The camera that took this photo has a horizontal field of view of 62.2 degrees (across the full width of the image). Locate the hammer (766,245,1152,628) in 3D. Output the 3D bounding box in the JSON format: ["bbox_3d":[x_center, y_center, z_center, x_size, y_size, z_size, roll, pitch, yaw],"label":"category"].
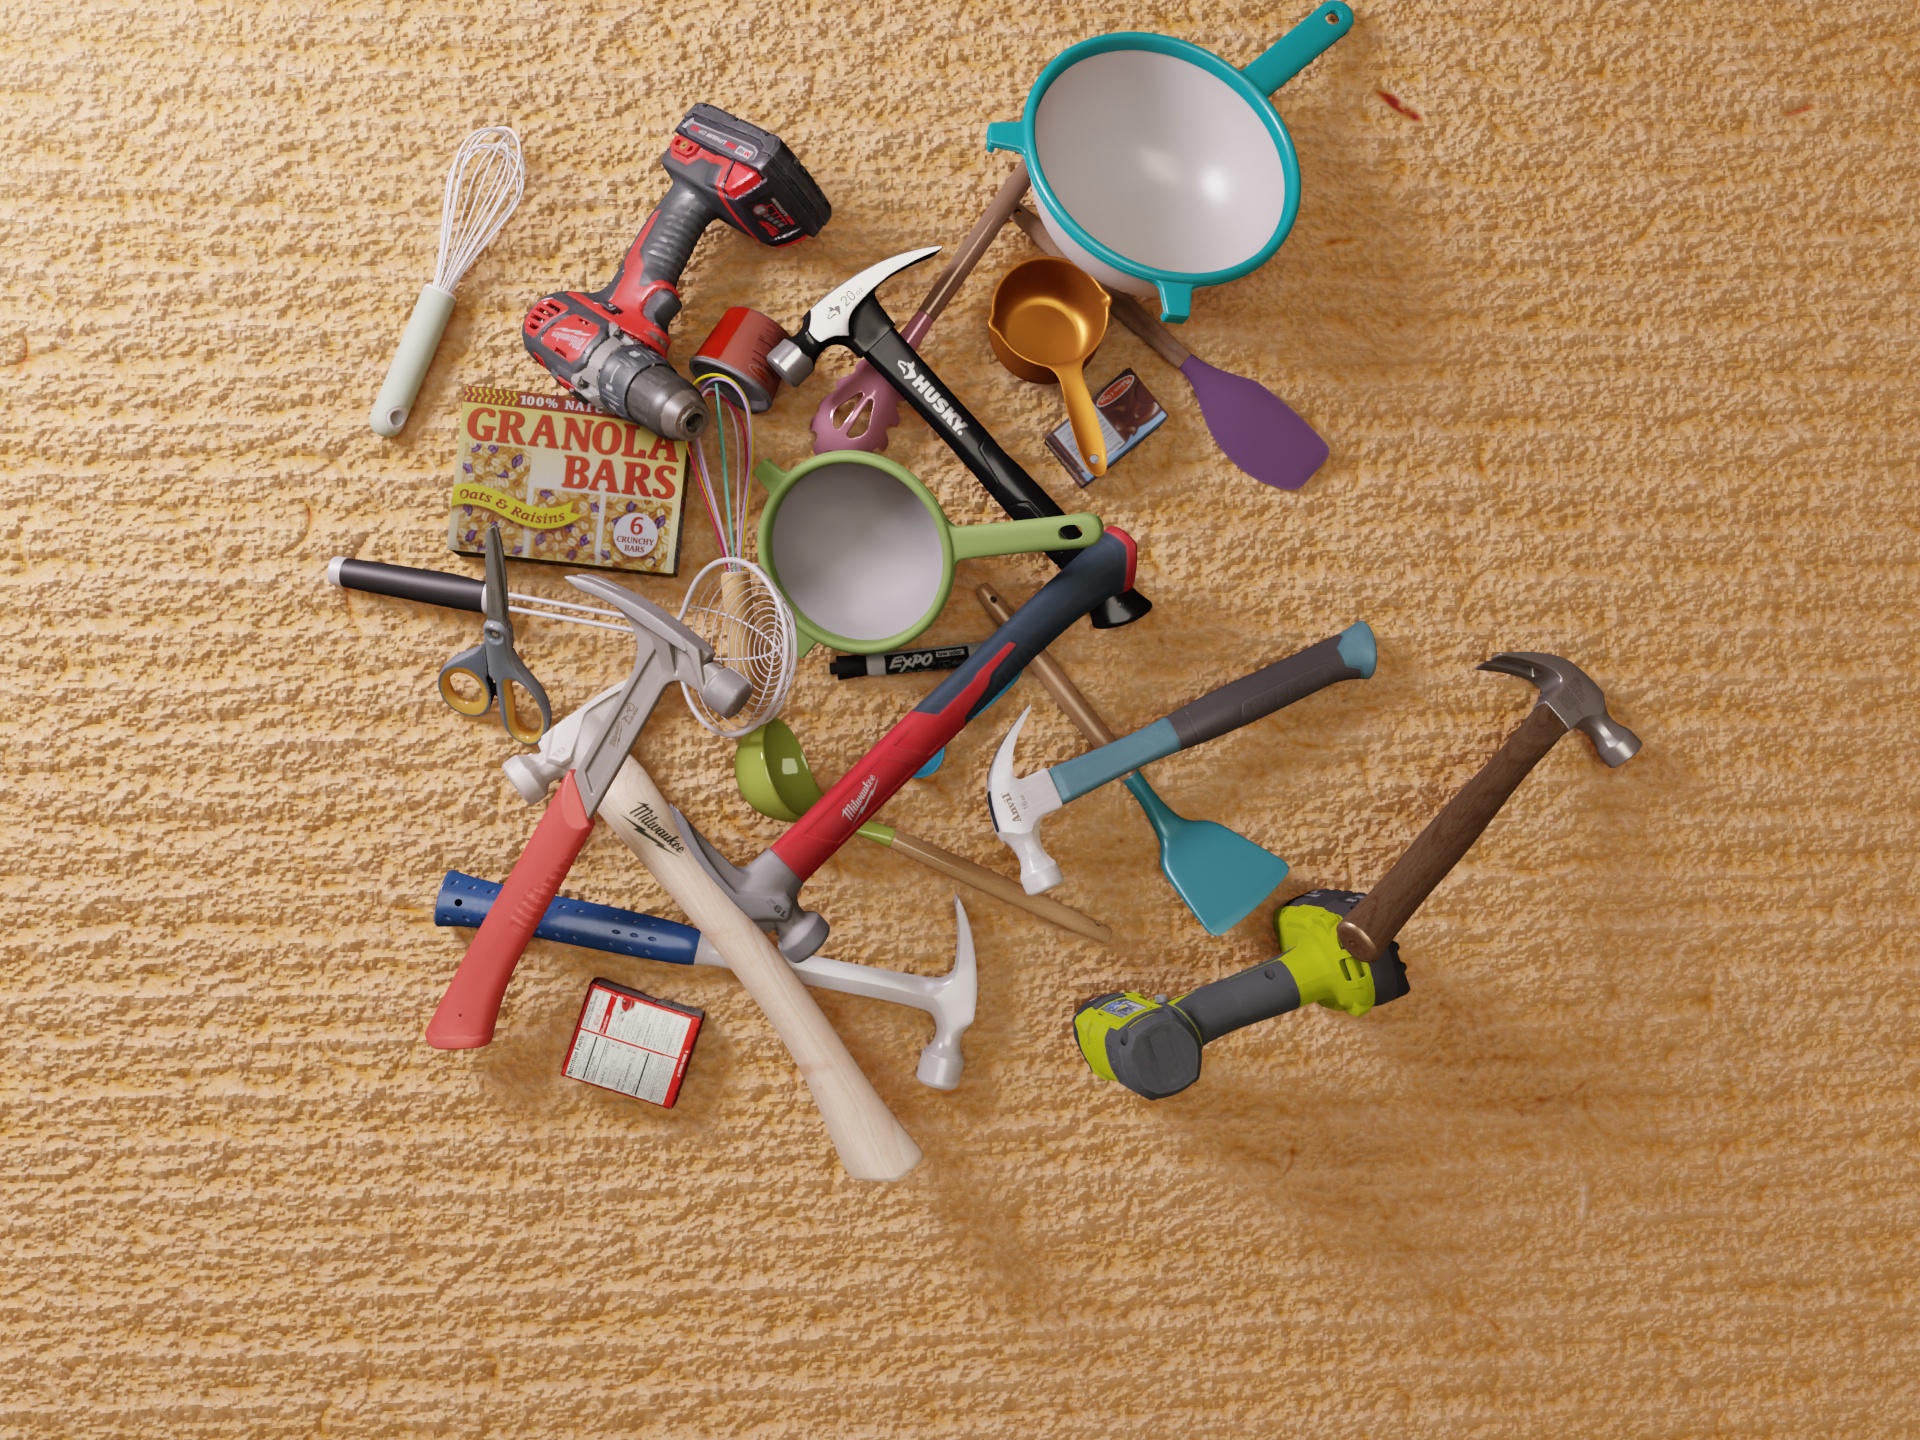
[{"bbox_3d":[0.024,-0.196,1.178,0.146,0.035,0.334,-45,102,-2],"label":"hammer"}]

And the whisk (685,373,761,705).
[{"bbox_3d":[-0.172,-0.132,1.177,0.047,0.051,0.245,-9,103,-21],"label":"whisk"}]

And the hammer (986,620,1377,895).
[{"bbox_3d":[0.170,0.006,1.190,0.331,0.033,0.128,-24,84,-13],"label":"hammer"}]

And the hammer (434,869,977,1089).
[{"bbox_3d":[-0.184,0.166,1.190,0.405,0.035,0.144,12,89,-4],"label":"hammer"}]

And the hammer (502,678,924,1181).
[{"bbox_3d":[-0.154,0.152,1.151,0.146,0.038,0.411,-36,83,-12],"label":"hammer"}]

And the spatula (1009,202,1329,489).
[{"bbox_3d":[0.152,-0.291,1.222,0.316,0.018,0.060,41,99,-3],"label":"spatula"}]

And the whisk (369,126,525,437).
[{"bbox_3d":[-0.382,-0.324,1.177,0.059,0.057,0.246,24,92,31],"label":"whisk"}]

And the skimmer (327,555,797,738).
[{"bbox_3d":[-0.289,-0.075,1.135,0.363,0.090,0.127,10,101,4],"label":"skimmer"}]

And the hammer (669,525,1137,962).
[{"bbox_3d":[-0.025,-0.013,1.128,0.386,0.038,0.143,-44,108,-11],"label":"hammer"}]

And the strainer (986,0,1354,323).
[{"bbox_3d":[0.177,-0.431,1.197,0.211,0.095,0.340,45,66,3],"label":"strainer"}]

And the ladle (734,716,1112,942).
[{"bbox_3d":[-0.022,0.090,1.183,0.320,0.078,0.062,25,122,-11],"label":"ladle"}]

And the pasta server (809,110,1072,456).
[{"bbox_3d":[-0.011,-0.325,1.198,0.060,0.040,0.316,35,88,-3],"label":"pasta server"}]

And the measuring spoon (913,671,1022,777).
[{"bbox_3d":[-0.002,-0.004,1.216,0.128,0.021,0.042,-40,92,-12],"label":"measuring spoon"}]

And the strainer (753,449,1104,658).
[{"bbox_3d":[-0.018,-0.133,1.158,0.256,0.069,0.151,-4,109,16],"label":"strainer"}]

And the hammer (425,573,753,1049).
[{"bbox_3d":[-0.291,0.079,1.119,0.149,0.036,0.359,34,103,9],"label":"hammer"}]

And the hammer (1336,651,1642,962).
[{"bbox_3d":[0.375,0.060,1.160,0.331,0.031,0.130,-39,86,-31],"label":"hammer"}]

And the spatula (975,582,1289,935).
[{"bbox_3d":[0.117,0.019,1.207,0.082,0.044,0.317,-39,91,-13],"label":"spatula"}]

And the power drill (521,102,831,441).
[{"bbox_3d":[-0.194,-0.311,1.133,0.188,0.080,0.227,36,87,34],"label":"power drill"}]

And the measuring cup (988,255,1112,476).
[{"bbox_3d":[0.076,-0.257,1.189,0.095,0.052,0.174,-15,83,-8],"label":"measuring cup"}]

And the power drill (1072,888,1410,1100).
[{"bbox_3d":[0.194,0.199,1.159,0.223,0.171,0.080,-20,92,-12],"label":"power drill"}]
